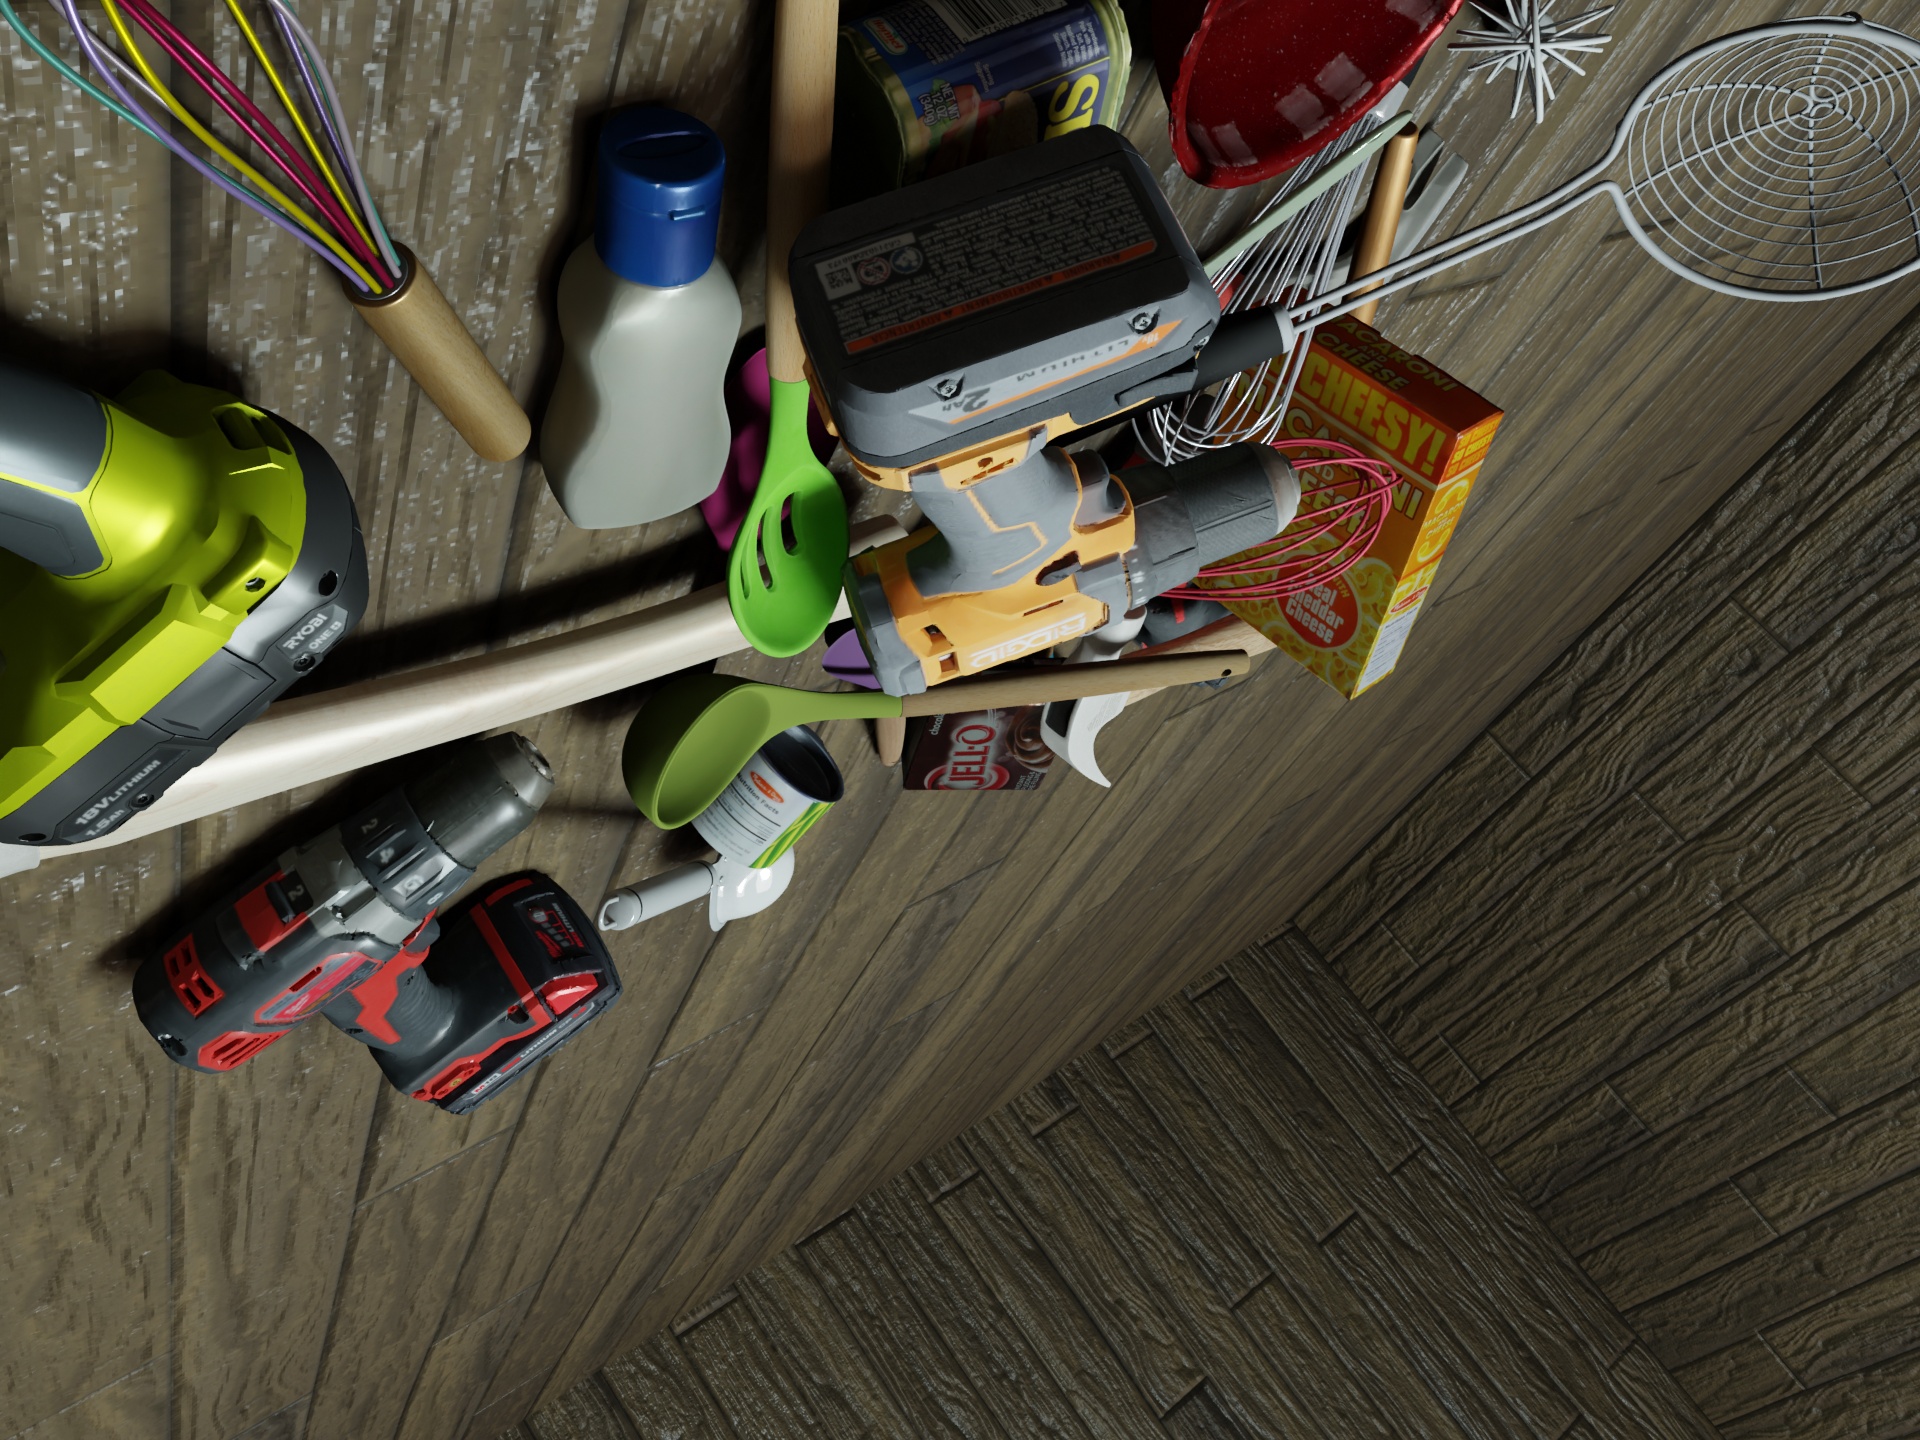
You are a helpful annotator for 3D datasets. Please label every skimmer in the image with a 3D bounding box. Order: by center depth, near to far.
[{"bbox_3d":[0.190,-0.158,0.607,0.363,0.090,0.127,-22,142,5],"label":"skimmer"}]

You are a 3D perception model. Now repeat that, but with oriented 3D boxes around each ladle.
[{"bbox_3d":[-0.001,-0.002,0.759,0.320,0.062,0.078,-7,143,-18],"label":"ladle"}]

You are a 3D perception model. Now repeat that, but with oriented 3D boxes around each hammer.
[{"bbox_3d":[-0.182,-0.007,0.613,0.410,0.038,0.146,-20,155,-36],"label":"hammer"},{"bbox_3d":[0.096,-0.193,0.729,0.359,0.037,0.149,-22,156,-41],"label":"hammer"},{"bbox_3d":[0.163,-0.047,0.939,0.331,0.031,0.130,-20,141,-44],"label":"hammer"}]

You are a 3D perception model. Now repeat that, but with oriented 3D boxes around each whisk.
[{"bbox_3d":[-0.159,-0.123,0.408,0.051,0.047,0.244,-37,165,-7],"label":"whisk"},{"bbox_3d":[0.154,-0.228,0.658,0.070,0.070,0.284,-4,126,-59],"label":"whisk"},{"bbox_3d":[0.234,-0.281,0.658,0.058,0.059,0.246,-5,-160,20],"label":"whisk"},{"bbox_3d":[0.063,-0.073,0.756,0.296,0.073,0.073,-14,172,24],"label":"whisk"}]

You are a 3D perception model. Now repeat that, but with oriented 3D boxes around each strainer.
[{"bbox_3d":[-0.136,0.085,0.851,0.258,0.050,0.087,-13,117,-77],"label":"strainer"}]

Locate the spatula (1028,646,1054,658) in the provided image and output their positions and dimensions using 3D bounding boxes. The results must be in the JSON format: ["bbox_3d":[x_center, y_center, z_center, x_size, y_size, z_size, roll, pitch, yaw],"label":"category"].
[{"bbox_3d":[0.039,-0.061,0.961,0.082,0.044,0.317,-34,157,-10],"label":"spatula"}]

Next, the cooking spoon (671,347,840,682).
[{"bbox_3d":[-0.110,-0.051,0.707,0.068,0.017,0.318,-21,155,-34],"label":"cooking spoon"}]

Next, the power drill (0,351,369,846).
[{"bbox_3d":[-0.258,-0.048,0.353,0.171,0.080,0.223,-40,158,2],"label":"power drill"}]

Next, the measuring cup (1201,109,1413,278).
[{"bbox_3d":[0.084,-0.183,0.585,0.167,0.038,0.083,-31,178,30],"label":"measuring cup"}]

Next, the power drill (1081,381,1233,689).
[{"bbox_3d":[0.137,-0.106,0.939,0.143,0.079,0.219,-52,156,3],"label":"power drill"}]

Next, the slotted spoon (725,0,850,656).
[{"bbox_3d":[-0.055,-0.138,0.527,0.070,0.031,0.313,-46,159,-36],"label":"slotted spoon"}]

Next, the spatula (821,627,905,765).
[{"bbox_3d":[-0.040,-0.011,0.858,0.060,0.018,0.315,-14,169,-5],"label":"spatula"}]

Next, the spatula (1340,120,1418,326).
[{"bbox_3d":[0.208,-0.178,0.833,0.322,0.041,0.081,86,24,-61],"label":"spatula"}]

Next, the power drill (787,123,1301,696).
[{"bbox_3d":[0.040,-0.097,0.559,0.185,0.084,0.226,-20,156,-4],"label":"power drill"}]

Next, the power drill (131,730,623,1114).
[{"bbox_3d":[-0.237,0.097,0.735,0.188,0.080,0.226,-38,159,-4],"label":"power drill"}]
